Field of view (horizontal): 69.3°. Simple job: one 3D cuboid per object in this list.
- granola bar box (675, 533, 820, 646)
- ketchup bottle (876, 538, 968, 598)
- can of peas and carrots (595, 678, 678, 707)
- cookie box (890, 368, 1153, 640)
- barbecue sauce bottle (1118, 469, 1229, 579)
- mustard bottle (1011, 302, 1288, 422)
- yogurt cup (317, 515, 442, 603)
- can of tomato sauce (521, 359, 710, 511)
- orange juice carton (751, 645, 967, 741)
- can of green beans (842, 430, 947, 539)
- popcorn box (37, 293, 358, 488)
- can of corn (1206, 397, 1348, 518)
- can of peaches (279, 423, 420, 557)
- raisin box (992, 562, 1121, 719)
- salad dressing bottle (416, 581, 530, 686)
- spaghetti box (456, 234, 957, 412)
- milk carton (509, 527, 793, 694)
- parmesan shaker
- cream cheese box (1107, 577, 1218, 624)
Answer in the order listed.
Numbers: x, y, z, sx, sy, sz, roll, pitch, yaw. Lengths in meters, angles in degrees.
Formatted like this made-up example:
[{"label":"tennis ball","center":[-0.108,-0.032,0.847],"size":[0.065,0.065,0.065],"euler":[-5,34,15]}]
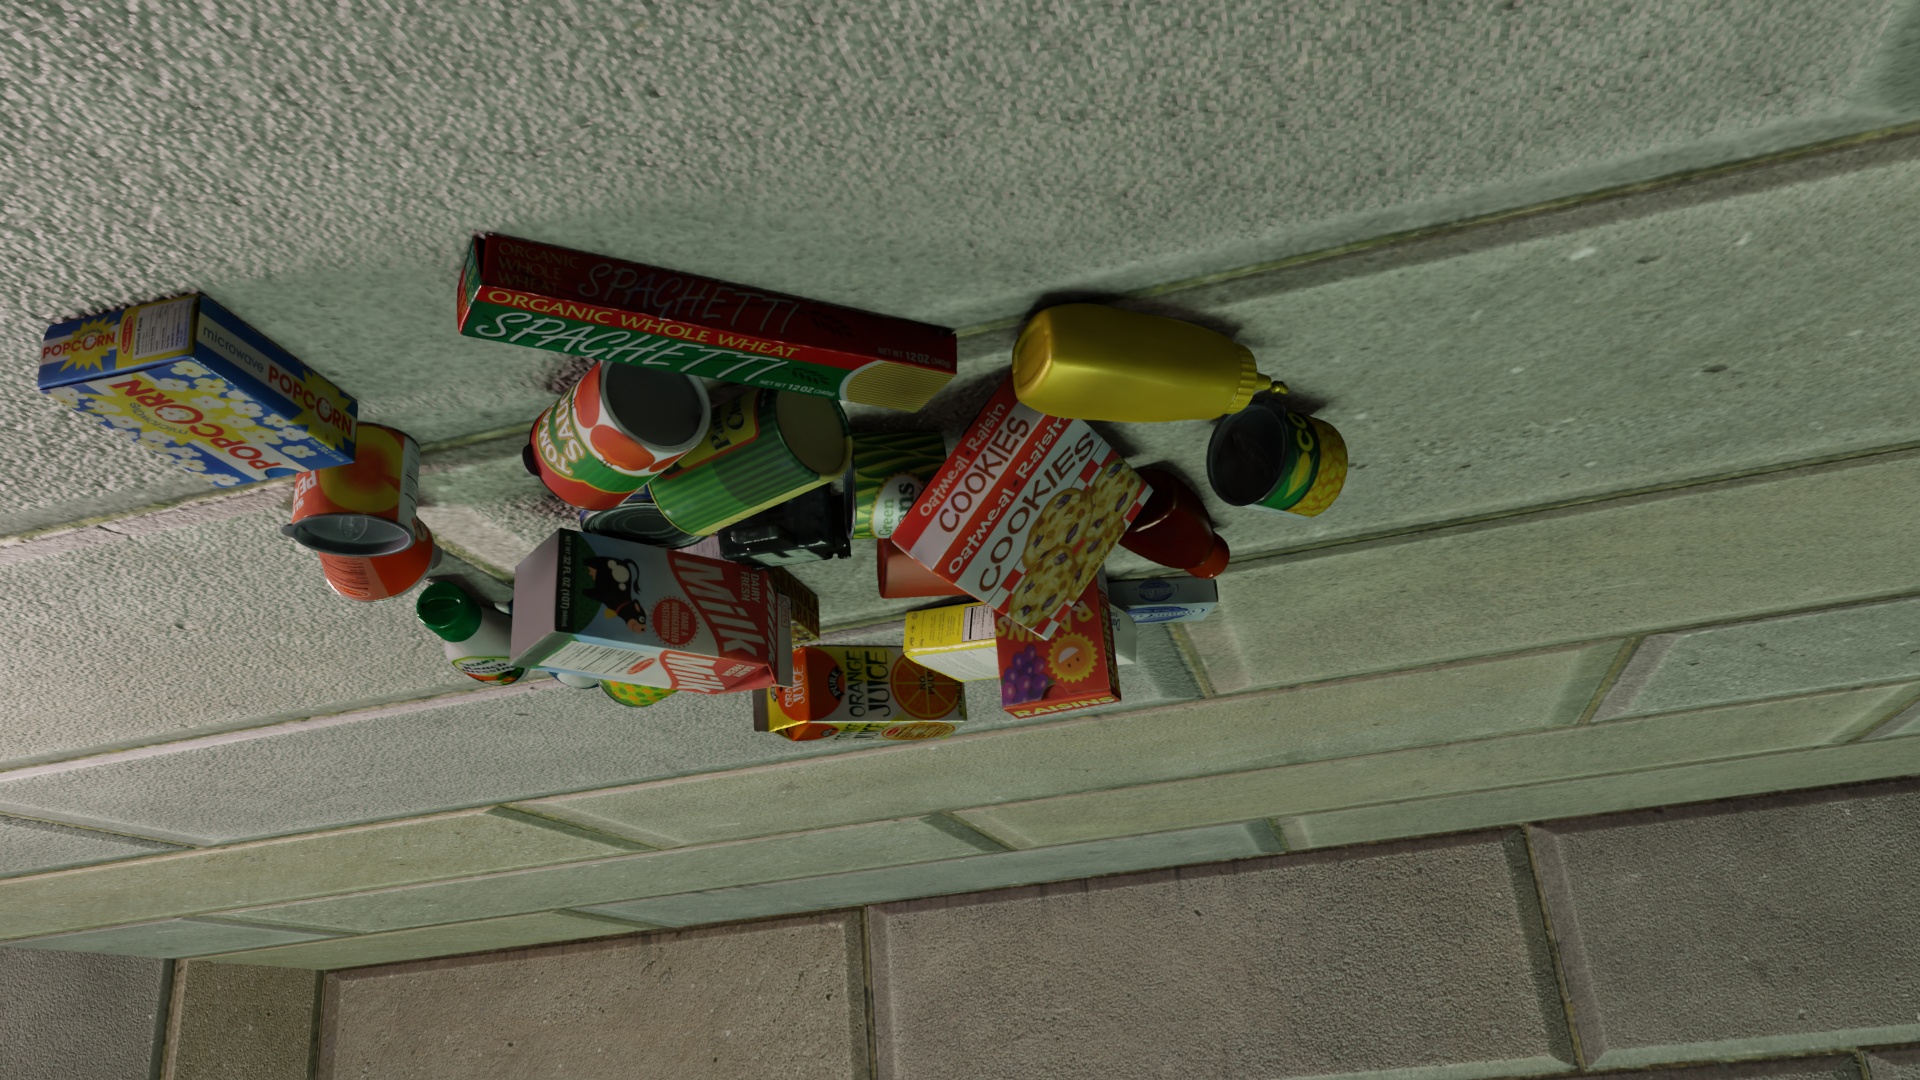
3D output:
[{"label":"granola bar box","center":[-0.193,0.047,1.057],"size":[0.124,0.039,0.165],"euler":[-10,158,12]},{"label":"ketchup bottle","center":[0.015,0.014,1.011],"size":[0.149,0.044,0.064],"euler":[-2,146,-9]},{"label":"can of peas and carrots","center":[-0.217,0.081,0.989],"size":[0.071,0.071,0.058],"euler":[14,151,-40]},{"label":"cookie box","center":[0.042,-0.017,0.850],"size":[0.123,0.040,0.167],"euler":[-55,148,1]},{"label":"barbecue sauce bottle","center":[0.151,-0.007,0.993],"size":[0.065,0.044,0.148],"euler":[-16,157,26]},{"label":"mustard bottle","center":[0.109,-0.093,0.758],"size":[0.160,0.049,0.065],"euler":[4,157,-23]},{"label":"yogurt cup","center":[-0.367,-0.002,0.861],"size":[0.072,0.073,0.053],"euler":[-2,150,-7]},{"label":"can of tomato sauce","center":[-0.185,-0.061,0.746],"size":[0.071,0.071,0.083],"euler":[13,151,-38]},{"label":"orange juice carton","center":[-0.096,0.141,1.273],"size":[0.193,0.072,0.072],"euler":[2,157,-19]},{"label":"can of green beans","center":[-0.040,-0.034,0.848],"size":[0.058,0.071,0.071],"euler":[-1,158,-10]},{"label":"popcorn box","center":[-0.383,-0.073,0.709],"size":[0.085,0.038,0.126],"euler":[-10,158,10]},{"label":"can of corn","center":[0.198,-0.051,0.863],"size":[0.058,0.071,0.071],"euler":[10,154,-35]},{"label":"can of peaches","center":[-0.351,-0.029,0.802],"size":[0.071,0.058,0.071],"euler":[-4,159,-1]},{"label":"raisin box","center":[0.071,0.066,1.049],"size":[0.086,0.124,0.040],"euler":[-12,158,17]},{"label":"salad dressing bottle","center":[-0.375,0.072,1.072],"size":[0.064,0.044,0.147],"euler":[-4,158,0]},{"label":"spaghetti box","center":[-0.121,-0.105,0.701],"size":[0.250,0.029,0.050],"euler":[7,155,-29]},{"label":"milk carton","center":[-0.193,0.053,0.925],"size":[0.191,0.072,0.073],"euler":[14,149,-36]},{"label":"parmesan shaker","center":[-0.120,-0.051,0.794],"size":[0.103,0.071,0.071],"euler":[-21,153,33]},{"label":"cream cheese box","center":[0.160,0.052,1.170],"size":[0.104,0.024,0.053],"euler":[-3,160,-5]}]
